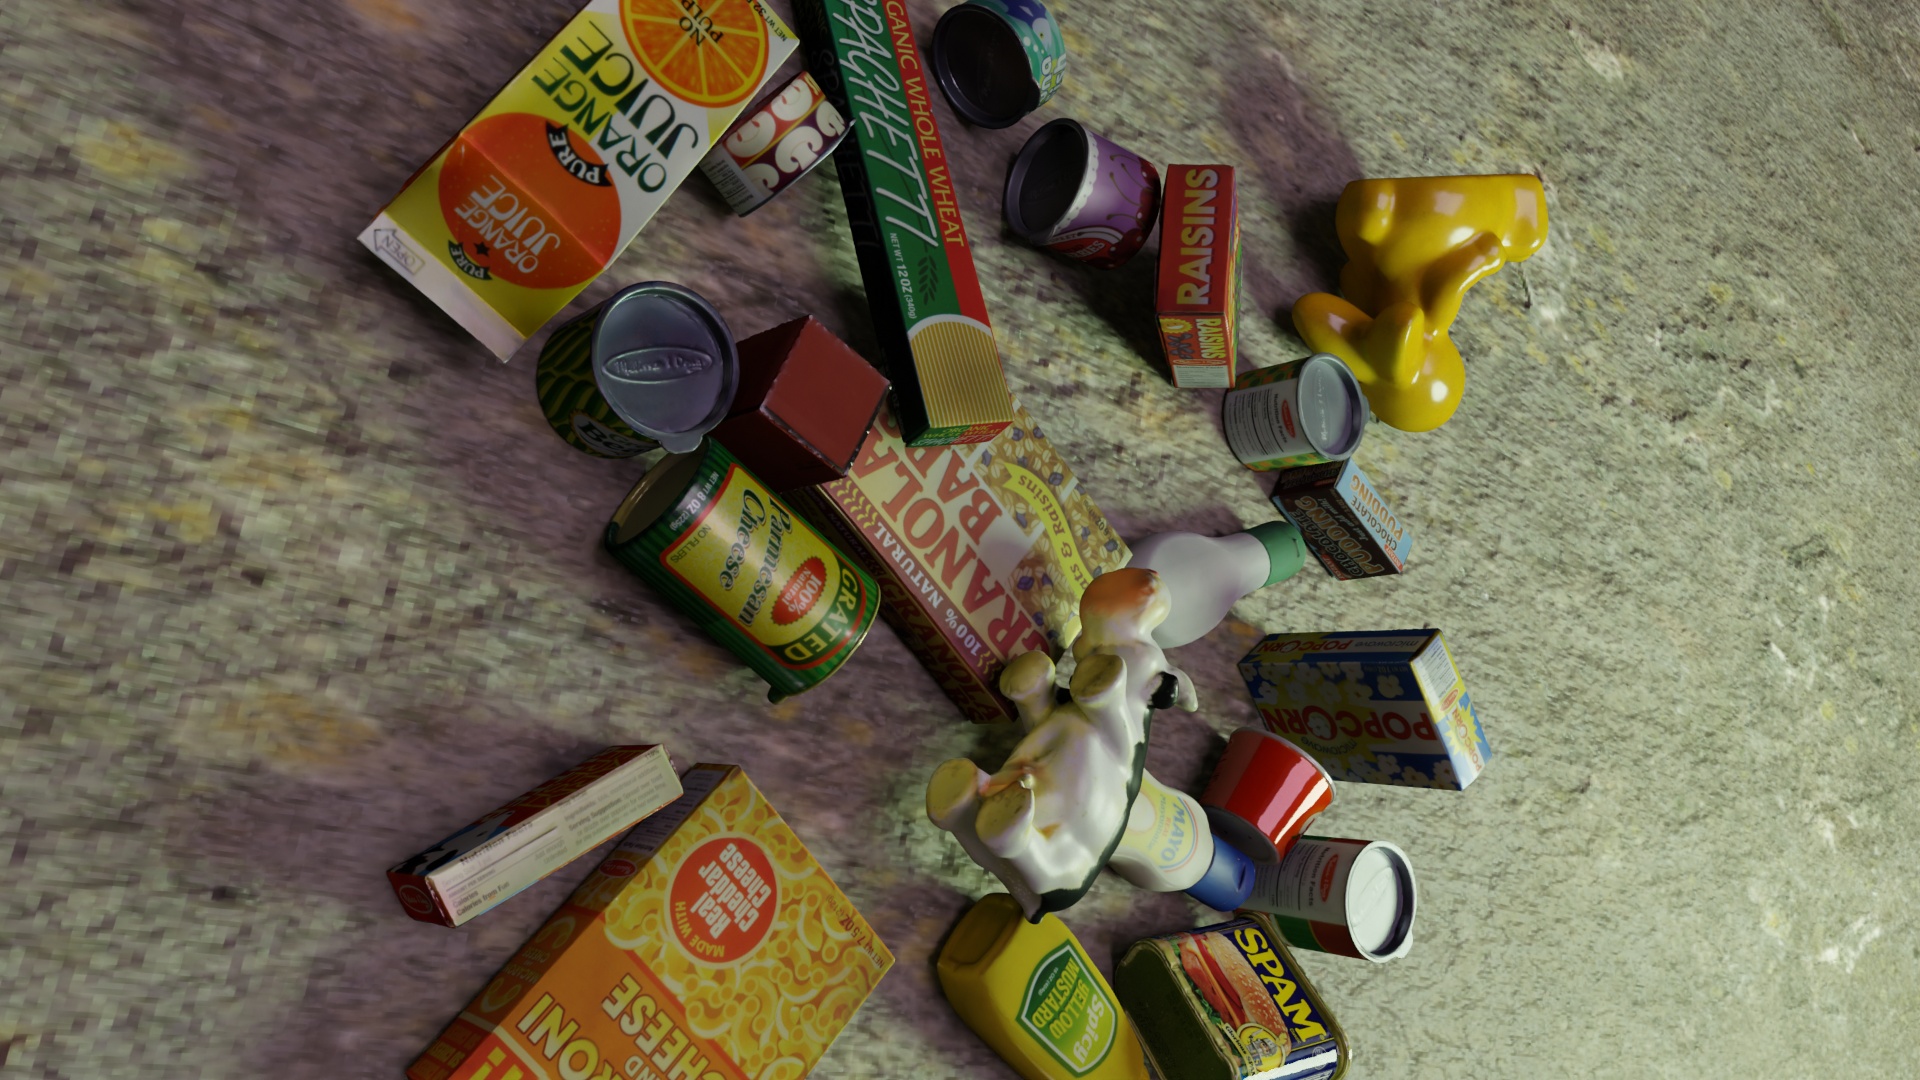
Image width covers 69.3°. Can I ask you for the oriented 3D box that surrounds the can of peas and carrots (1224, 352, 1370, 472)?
[{"bbox_3d":[0.206,-0.078,0.854,0.071,0.058,0.071,6,81,-38],"label":"can of peas and carrots"}]

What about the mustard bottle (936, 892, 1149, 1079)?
[{"bbox_3d":[0.054,0.247,0.696,0.160,0.048,0.065,52,58,-21],"label":"mustard bottle"}]

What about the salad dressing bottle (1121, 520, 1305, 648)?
[{"bbox_3d":[0.142,0.020,0.800,0.148,0.044,0.064,-15,92,-40],"label":"salad dressing bottle"}]

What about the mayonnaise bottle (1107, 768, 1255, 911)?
[{"bbox_3d":[0.100,0.156,0.749,0.148,0.041,0.065,35,62,-29],"label":"mayonnaise bottle"}]

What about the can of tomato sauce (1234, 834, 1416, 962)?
[{"bbox_3d":[0.210,0.205,0.802,0.071,0.083,0.071,6,81,-38],"label":"can of tomato sauce"}]

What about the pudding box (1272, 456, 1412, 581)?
[{"bbox_3d":[0.242,-0.013,0.879,0.083,0.049,0.030,47,57,-25],"label":"pudding box"}]

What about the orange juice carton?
[{"bbox_3d":[-0.156,-0.164,0.571,0.071,0.073,0.193,45,60,-25],"label":"orange juice carton"}]

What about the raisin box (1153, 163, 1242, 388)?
[{"bbox_3d":[0.135,-0.144,0.778,0.123,0.040,0.086,44,51,-72],"label":"raisin box"}]

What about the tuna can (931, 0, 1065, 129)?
[{"bbox_3d":[0.022,-0.251,0.725,0.033,0.071,0.071,-42,110,-34],"label":"tuna can"}]

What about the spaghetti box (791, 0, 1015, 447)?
[{"bbox_3d":[-0.030,-0.167,0.668,0.050,0.028,0.250,-7,77,-34],"label":"spaghetti box"}]

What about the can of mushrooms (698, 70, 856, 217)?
[{"bbox_3d":[-0.084,-0.182,0.633,0.033,0.071,0.071,50,58,-21],"label":"can of mushrooms"}]

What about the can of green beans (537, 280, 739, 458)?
[{"bbox_3d":[-0.136,-0.070,0.583,0.071,0.057,0.071,6,80,-38],"label":"can of green beans"}]

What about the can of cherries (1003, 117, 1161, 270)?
[{"bbox_3d":[0.066,-0.184,0.754,0.058,0.071,0.071,15,75,-37],"label":"can of cherries"}]

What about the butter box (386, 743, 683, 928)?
[{"bbox_3d":[-0.163,0.113,0.540,0.104,0.053,0.024,-29,99,-38],"label":"butter box"}]

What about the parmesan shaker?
[{"bbox_3d":[-0.095,0.013,0.600,0.103,0.071,0.071,43,60,-26],"label":"parmesan shaker"}]

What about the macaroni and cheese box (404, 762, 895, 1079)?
[{"bbox_3d":[-0.119,0.194,0.572,0.167,0.040,0.123,-47,113,-33],"label":"macaroni and cheese box"}]

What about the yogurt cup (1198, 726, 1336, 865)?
[{"bbox_3d":[0.172,0.148,0.794,0.072,0.072,0.054,49,66,-23],"label":"yogurt cup"}]

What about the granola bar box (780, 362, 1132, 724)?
[{"bbox_3d":[0.002,-0.009,0.696,0.165,0.039,0.125,51,57,-21],"label":"granola bar box"}]

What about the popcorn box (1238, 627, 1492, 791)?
[{"bbox_3d":[0.233,0.097,0.809,0.038,0.126,0.085,-36,106,-33],"label":"popcorn box"}]
